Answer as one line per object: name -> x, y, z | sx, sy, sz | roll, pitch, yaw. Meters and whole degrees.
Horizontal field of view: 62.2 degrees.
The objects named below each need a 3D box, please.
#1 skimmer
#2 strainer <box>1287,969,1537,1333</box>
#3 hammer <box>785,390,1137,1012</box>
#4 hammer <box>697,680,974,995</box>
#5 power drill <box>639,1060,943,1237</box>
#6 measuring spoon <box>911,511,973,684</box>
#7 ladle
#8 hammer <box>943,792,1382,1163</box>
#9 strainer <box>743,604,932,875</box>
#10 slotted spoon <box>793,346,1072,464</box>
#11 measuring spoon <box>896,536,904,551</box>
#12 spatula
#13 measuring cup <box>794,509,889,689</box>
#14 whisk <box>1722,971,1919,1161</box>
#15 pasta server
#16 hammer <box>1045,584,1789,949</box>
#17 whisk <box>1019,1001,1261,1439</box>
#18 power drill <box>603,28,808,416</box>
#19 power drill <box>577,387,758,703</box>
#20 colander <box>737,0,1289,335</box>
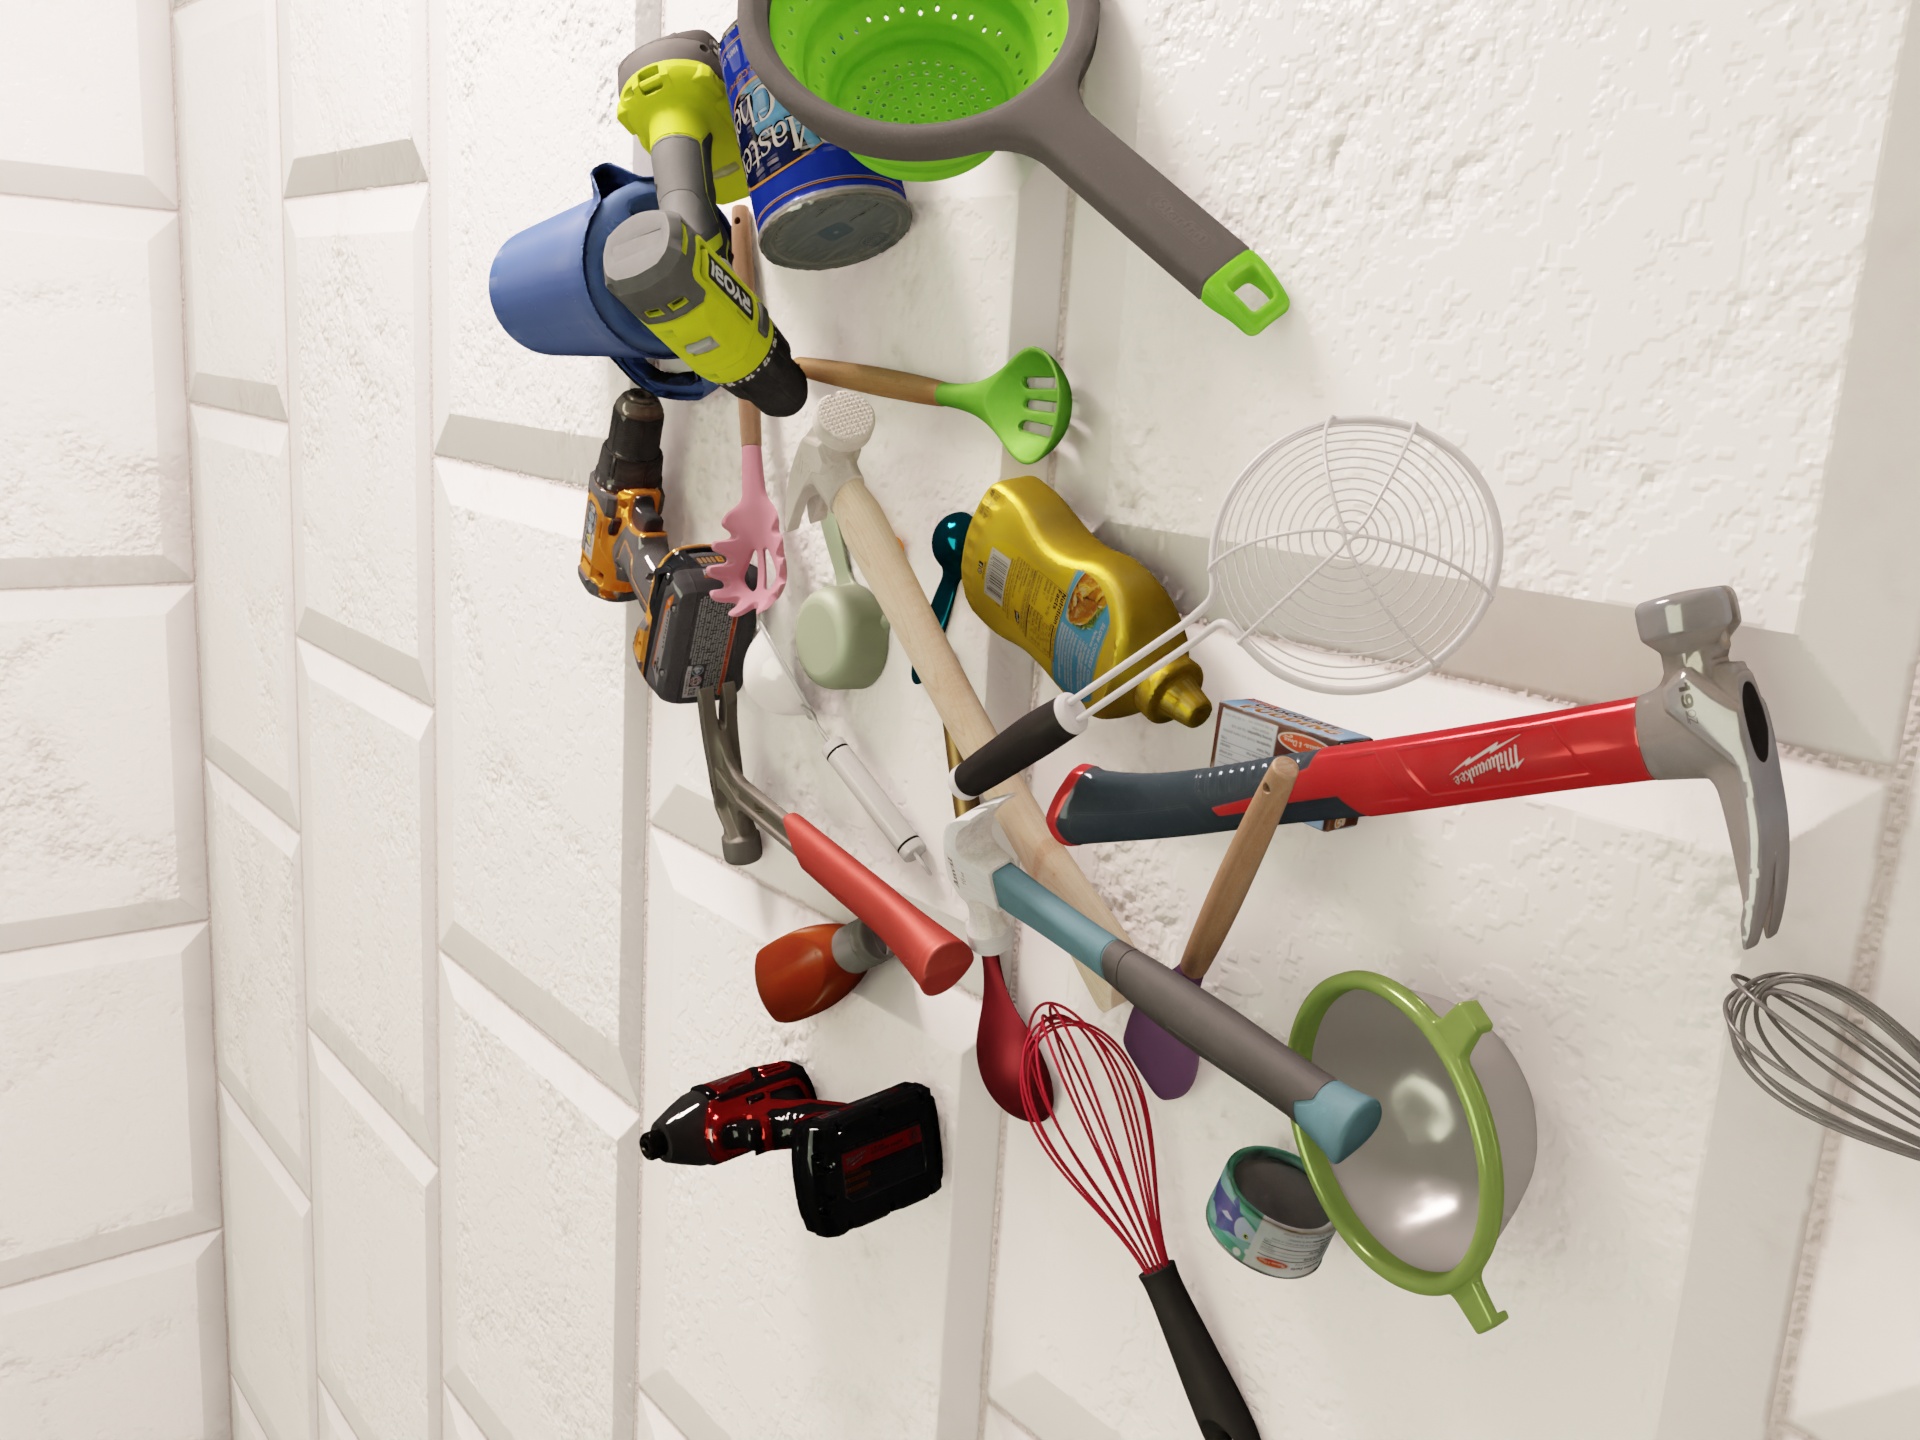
skimmer -> 0.112, -0.030, 0.819 | 0.363, 0.090, 0.127 | -36, 71, 54
strainer -> 0.205, 0.185, 0.805 | 0.256, 0.069, 0.151 | -169, 73, -68
hammer -> -0.002, -0.003, 1.004 | 0.411, 0.038, 0.146 | 61, 156, 13
hammer -> -0.098, 0.089, 1.117 | 0.359, 0.036, 0.149 | 30, 130, 55
power drill -> -0.128, 0.303, 1.159 | 0.220, 0.143, 0.078 | -2, 96, 49
measuring spoon -> -0.019, -0.079, 1.061 | 0.042, 0.021, 0.128 | 43, 125, 39
ladle -> 0.014, 0.109, 1.048 | 0.069, 0.031, 0.315 | -17, 80, 54
hammer -> 0.092, 0.136, 0.850 | 0.331, 0.033, 0.128 | 30, 142, 49
strainer -> -0.097, 0.016, 1.148 | 0.259, 0.050, 0.086 | 50, 171, 24
slotted spoon -> -0.026, -0.220, 1.048 | 0.314, 0.031, 0.070 | 23, 113, 49
measuring spoon -> -0.067, -0.152, 1.125 | 0.117, 0.011, 0.021 | 56, 137, 34
spatula -> 0.130, 0.119, 0.838 | 0.060, 0.018, 0.315 | 55, 154, 30
measuring cup -> -0.098, -0.103, 1.143 | 0.083, 0.038, 0.167 | -18, 83, 51
whisk -> 0.388, 0.167, 0.577 | 0.239, 0.055, 0.055 | 38, 123, 36
pasta server -> -0.160, -0.233, 1.190 | 0.060, 0.040, 0.316 | -4, 86, 15
hammer -> 0.189, 0.044, 0.765 | 0.386, 0.038, 0.143 | -13, 87, 48
whisk -> 0.108, 0.305, 0.938 | 0.073, 0.073, 0.296 | -37, 73, 47
power drill -> -0.168, -0.334, 1.096 | 0.080, 0.190, 0.229 | -15, 64, 21
power drill -> -0.240, -0.143, 1.278 | 0.226, 0.084, 0.185 | 49, 134, 40
colander -> 0.030, -0.331, 0.908 | 0.397, 0.204, 0.094 | 46, 165, 17
